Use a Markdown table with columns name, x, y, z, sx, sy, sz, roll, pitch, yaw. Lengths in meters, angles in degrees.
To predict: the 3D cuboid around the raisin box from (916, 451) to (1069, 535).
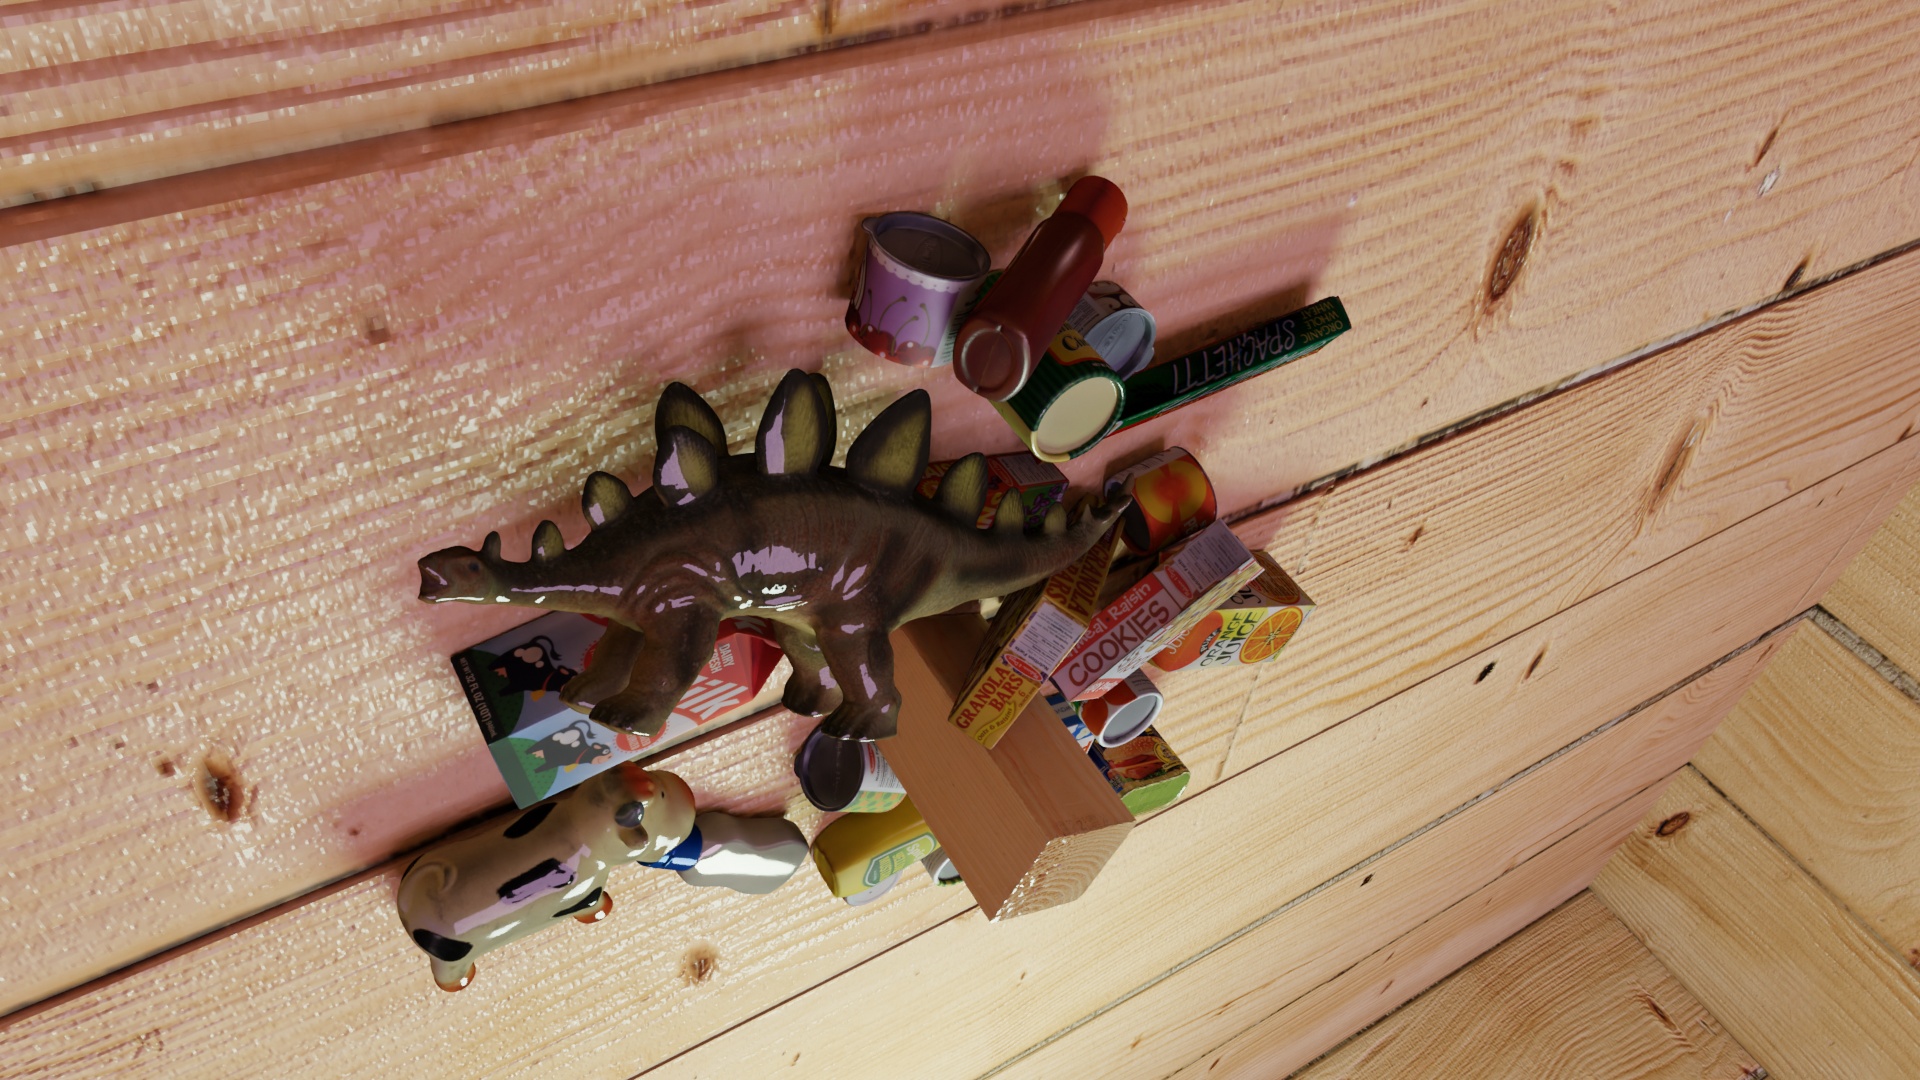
| name | x | y | z | sx | sy | sz | roll | pitch | yaw |
| --- | --- | --- | --- | --- | --- | --- | --- | --- | --- |
| raisin box | 0.003 | -0.012 | 0.936 | 0.124 | 0.040 | 0.085 | -8 | 137 | -35 |

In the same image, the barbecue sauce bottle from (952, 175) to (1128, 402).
| name | x | y | z | sx | sy | sz | roll | pitch | yaw |
| --- | --- | --- | --- | --- | --- | --- | --- | --- | --- |
| barbecue sauce bottle | 0.048 | -0.144 | 0.759 | 0.149 | 0.044 | 0.064 | -57 | 174 | -34 |

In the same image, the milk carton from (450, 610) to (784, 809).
| name | x | y | z | sx | sy | sz | roll | pitch | yaw |
| --- | --- | --- | --- | --- | --- | --- | --- | --- | --- |
| milk carton | -0.191 | 0.074 | 0.827 | 0.191 | 0.072 | 0.073 | -25 | 143 | -19 |

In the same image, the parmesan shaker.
| name | x | y | z | sx | sy | sz | roll | pitch | yaw |
| --- | --- | --- | --- | --- | --- | --- | --- | --- | --- |
| parmesan shaker | 0.043 | -0.101 | 0.811 | 0.071 | 0.103 | 0.071 | -24 | 143 | -20 |

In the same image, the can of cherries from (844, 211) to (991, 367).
| name | x | y | z | sx | sy | sz | roll | pitch | yaw |
| --- | --- | --- | --- | --- | --- | --- | --- | --- | --- |
| can of cherries | -0.026 | -0.135 | 0.746 | 0.072 | 0.072 | 0.058 | -10 | 138 | -35 |

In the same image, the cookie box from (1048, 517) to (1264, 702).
| name | x | y | z | sx | sy | sz | roll | pitch | yaw |
| --- | --- | --- | --- | --- | --- | --- | --- | --- | --- |
| cookie box | 0.144 | 0.054 | 1.033 | 0.167 | 0.040 | 0.123 | -39 | 166 | 9 |

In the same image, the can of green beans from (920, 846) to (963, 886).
| name | x | y | z | sx | sy | sz | roll | pitch | yaw |
| --- | --- | --- | --- | --- | --- | --- | --- | --- | --- |
| can of green beans | -0.009 | 0.262 | 1.226 | 0.071 | 0.058 | 0.071 | -24 | 144 | -19 |

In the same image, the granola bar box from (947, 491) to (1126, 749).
| name | x | y | z | sx | sy | sz | roll | pitch | yaw |
| --- | --- | --- | --- | --- | --- | --- | --- | --- | --- |
| granola bar box | 0.055 | 0.052 | 0.968 | 0.123 | 0.039 | 0.166 | -55 | -178 | 29 |

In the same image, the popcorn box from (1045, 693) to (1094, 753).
| name | x | y | z | sx | sy | sz | roll | pitch | yaw |
| --- | --- | --- | --- | --- | --- | --- | --- | --- | --- |
| popcorn box | 0.057 | 0.182 | 1.210 | 0.127 | 0.038 | 0.084 | -12 | 138 | -33 |

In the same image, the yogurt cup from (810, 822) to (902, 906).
| name | x | y | z | sx | sy | sz | roll | pitch | yaw |
| --- | --- | --- | --- | --- | --- | --- | --- | --- | --- |
| yogurt cup | -0.085 | 0.269 | 1.168 | 0.072 | 0.054 | 0.072 | -24 | 143 | -19 |

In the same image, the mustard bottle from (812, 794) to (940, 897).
| name | x | y | z | sx | sy | sz | roll | pitch | yaw |
| --- | --- | --- | --- | --- | --- | --- | --- | --- | --- |
| mustard bottle | -0.037 | 0.225 | 1.102 | 0.161 | 0.049 | 0.065 | -24 | 146 | -20 |

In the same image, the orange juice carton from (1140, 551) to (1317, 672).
| name | x | y | z | sx | sy | sz | roll | pitch | yaw |
| --- | --- | --- | --- | --- | --- | --- | --- | --- | --- |
| orange juice carton | 0.205 | 0.059 | 1.172 | 0.193 | 0.073 | 0.071 | 0 | 131 | -42 |

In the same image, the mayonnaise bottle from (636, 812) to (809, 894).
| name | x | y | z | sx | sy | sz | roll | pitch | yaw |
| --- | --- | --- | --- | --- | --- | --- | --- | --- | --- |
| mayonnaise bottle | -0.183 | 0.234 | 1.051 | 0.064 | 0.041 | 0.148 | -48 | 144 | 12 |

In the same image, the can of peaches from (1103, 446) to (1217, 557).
| name | x | y | z | sx | sy | sz | roll | pitch | yaw |
| --- | --- | --- | --- | --- | --- | --- | --- | --- | --- |
| can of peaches | 0.147 | -0.026 | 1.023 | 0.058 | 0.071 | 0.071 | -25 | 144 | -17 |

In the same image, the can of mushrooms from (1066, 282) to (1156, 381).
| name | x | y | z | sx | sy | sz | roll | pitch | yaw |
| --- | --- | --- | --- | --- | --- | --- | --- | --- | --- |
| can of mushrooms | 0.090 | -0.128 | 0.885 | 0.071 | 0.033 | 0.070 | -24 | 143 | -20 |

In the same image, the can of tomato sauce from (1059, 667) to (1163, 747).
| name | x | y | z | sx | sy | sz | roll | pitch | yaw |
| --- | --- | --- | --- | --- | --- | --- | --- | --- | --- |
| can of tomato sauce | 0.118 | 0.122 | 1.155 | 0.071 | 0.083 | 0.070 | -24 | 143 | -20 |

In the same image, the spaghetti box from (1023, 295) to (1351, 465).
| name | x | y | z | sx | sy | sz | roll | pitch | yaw |
| --- | --- | --- | --- | --- | --- | --- | --- | --- | --- |
| spaghetti box | 0.159 | -0.112 | 0.953 | 0.251 | 0.028 | 0.050 | -23 | 174 | -21 |

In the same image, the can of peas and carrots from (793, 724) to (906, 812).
| name | x | y | z | sx | sy | sz | roll | pitch | yaw |
| --- | --- | --- | --- | --- | --- | --- | --- | --- | --- |
| can of peas and carrots | -0.081 | 0.173 | 1.052 | 0.059 | 0.071 | 0.070 | 16 | 119 | -51 |
